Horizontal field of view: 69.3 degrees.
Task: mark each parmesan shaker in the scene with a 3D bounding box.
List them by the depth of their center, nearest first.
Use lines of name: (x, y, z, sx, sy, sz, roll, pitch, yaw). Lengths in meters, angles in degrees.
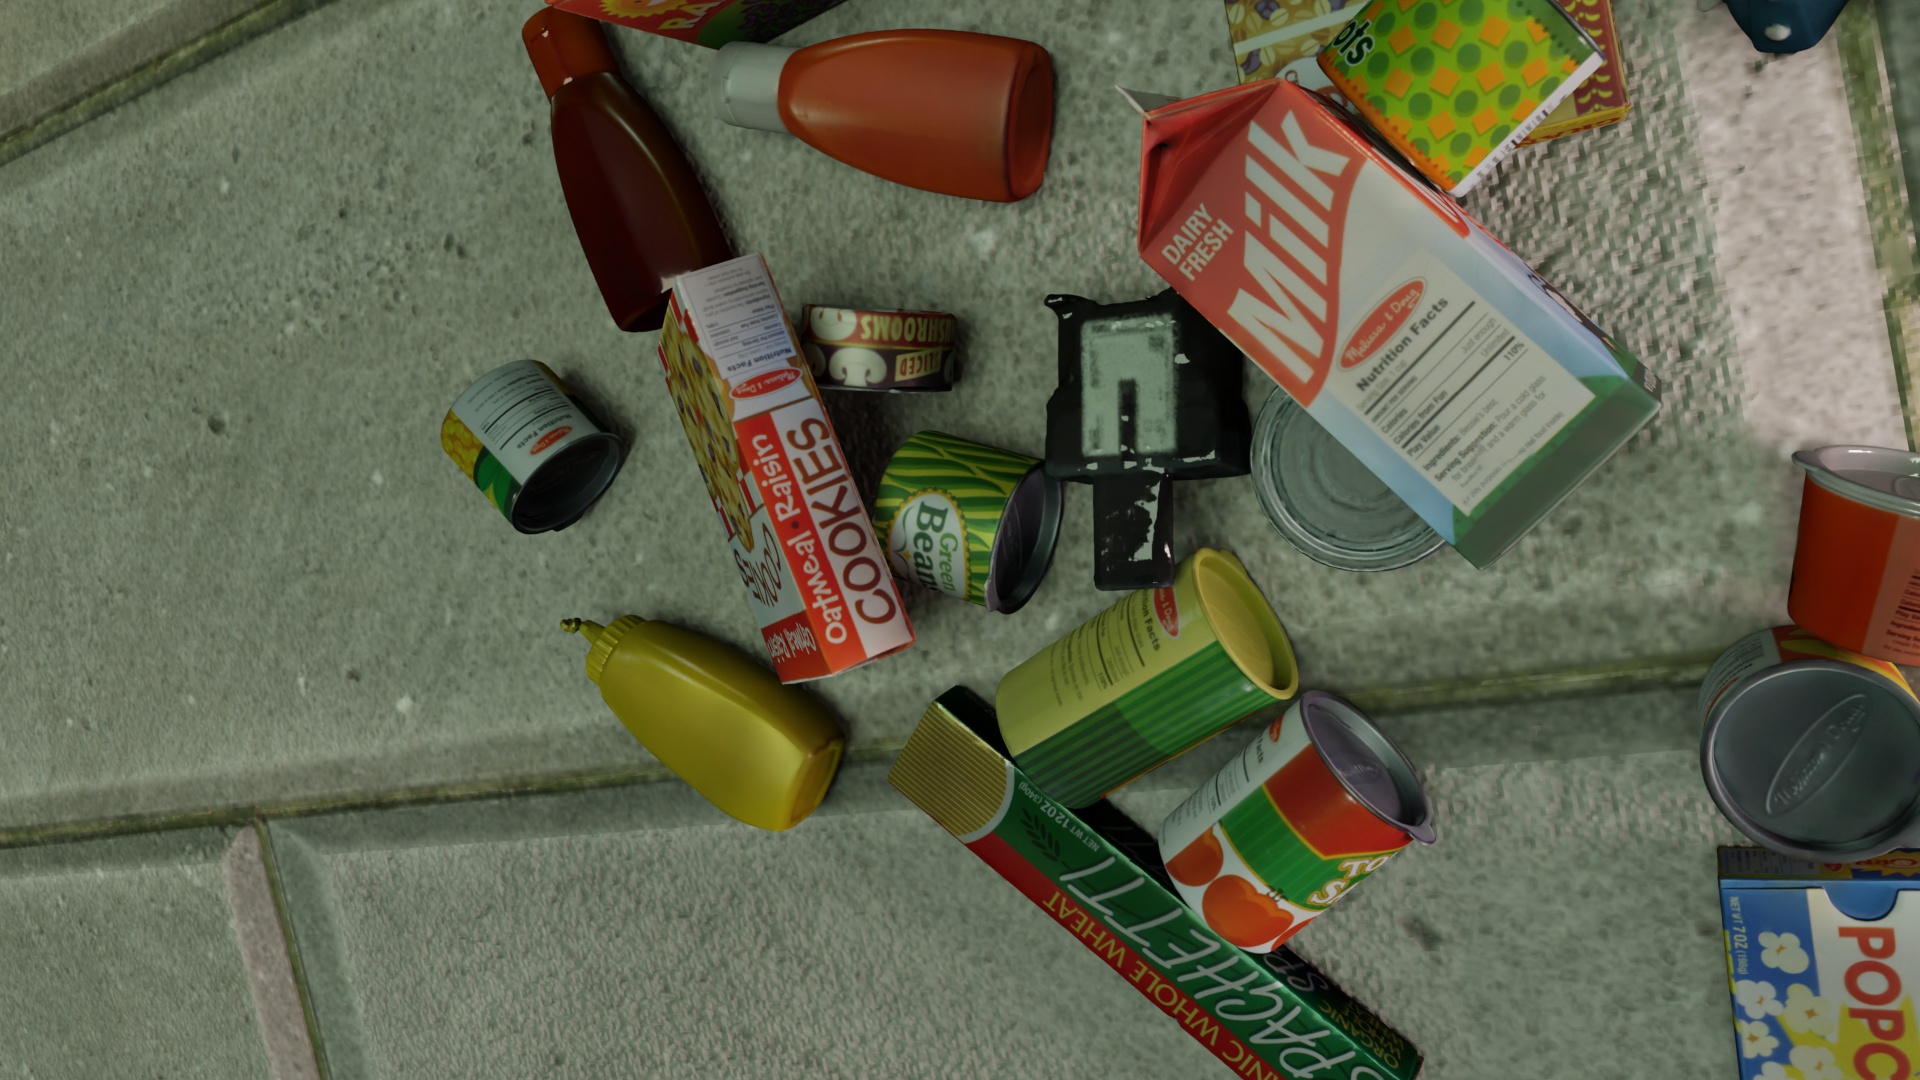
parmesan shaker: (0.073, 0.055, 0.559, 0.102, 0.071, 0.071, -35, 82, 28)

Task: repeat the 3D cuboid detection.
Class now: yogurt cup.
yogurt cup: (0.298, 0.005, 0.438, 0.072, 0.073, 0.053, 14, 113, 24)

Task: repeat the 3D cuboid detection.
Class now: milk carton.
milk carton: (0.130, -0.087, 0.458, 0.191, 0.072, 0.073, 45, 117, 11)

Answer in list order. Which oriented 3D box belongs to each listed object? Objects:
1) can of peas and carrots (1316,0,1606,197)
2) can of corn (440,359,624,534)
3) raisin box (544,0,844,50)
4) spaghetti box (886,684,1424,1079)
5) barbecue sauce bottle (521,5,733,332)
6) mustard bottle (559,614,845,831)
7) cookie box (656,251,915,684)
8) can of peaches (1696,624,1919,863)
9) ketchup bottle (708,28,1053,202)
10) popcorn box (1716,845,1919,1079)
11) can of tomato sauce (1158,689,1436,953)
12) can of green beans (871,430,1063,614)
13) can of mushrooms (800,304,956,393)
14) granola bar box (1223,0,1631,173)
can of peas and carrots: (0.153, -0.152, 0.435, 0.071, 0.071, 0.058, 49, 116, 11)
can of corn: (-0.210, -0.045, 0.683, 0.058, 0.071, 0.071, 44, 115, 14)
raisin box: (-0.099, -0.237, 0.560, 0.086, 0.124, 0.040, -15, 92, 28)
spaghetti box: (0.077, 0.157, 0.593, 0.250, 0.029, 0.050, 37, 114, 17)
barbecue sauce bottle: (-0.159, -0.175, 0.646, 0.064, 0.044, 0.148, -26, 86, 28)
mustard bottle: (-0.132, 0.075, 0.672, 0.160, 0.049, 0.065, 31, 111, 20)
cookie box: (-0.079, -0.023, 0.594, 0.167, 0.040, 0.122, 69, 163, 1)
can of peaches: (0.282, 0.066, 0.458, 0.071, 0.058, 0.071, 5, 101, 25)
ketchup bottle: (-0.036, -0.183, 0.582, 0.149, 0.044, 0.064, 16, 118, 24)
popcorn box: (0.311, 0.169, 0.472, 0.085, 0.038, 0.126, -7, 96, 29)
can of tomato sauce: (0.129, 0.111, 0.537, 0.071, 0.071, 0.082, 47, 116, 12)
can of green beans: (0.003, -0.009, 0.580, 0.058, 0.071, 0.071, 16, 106, 24)
can of mushrooms: (-0.034, -0.081, 0.585, 0.071, 0.071, 0.033, 9, 102, 25)
granola bar box: (0.153, -0.214, 0.485, 0.124, 0.039, 0.165, -9, 95, 27)
